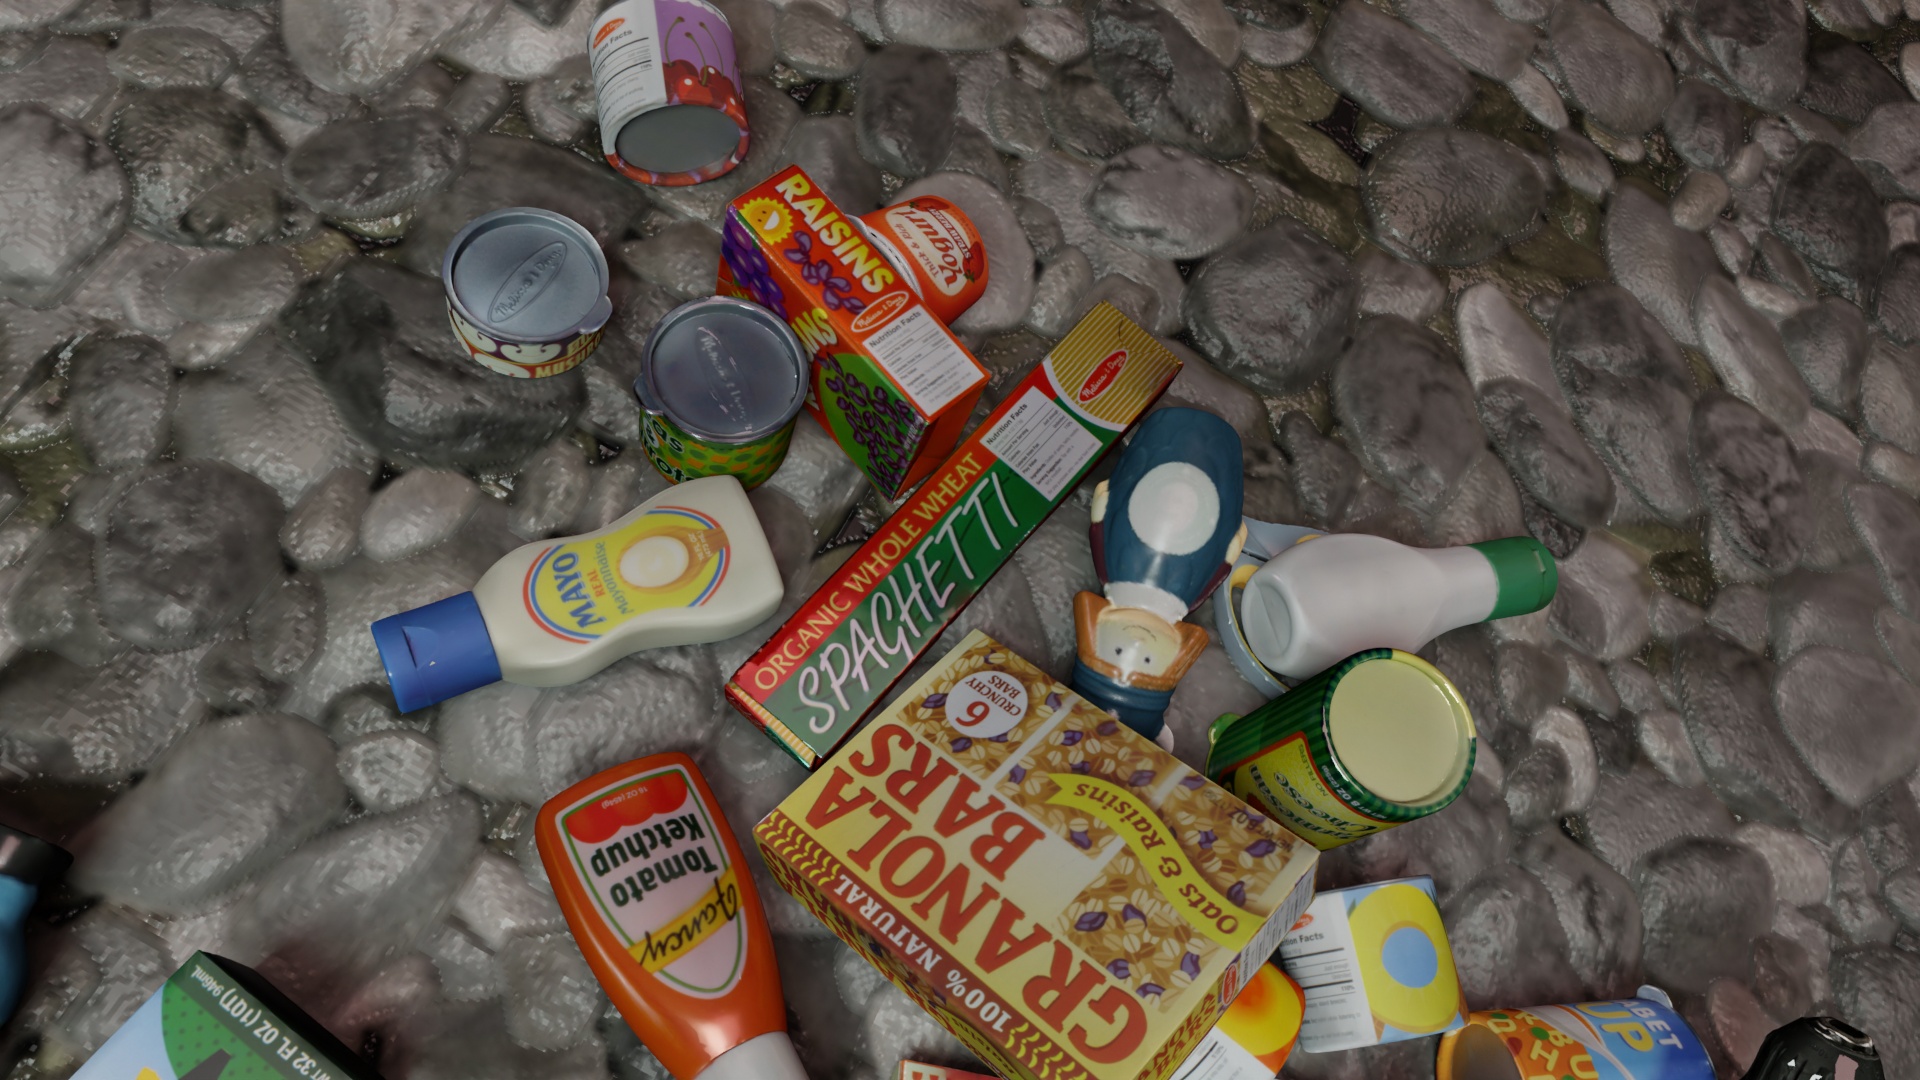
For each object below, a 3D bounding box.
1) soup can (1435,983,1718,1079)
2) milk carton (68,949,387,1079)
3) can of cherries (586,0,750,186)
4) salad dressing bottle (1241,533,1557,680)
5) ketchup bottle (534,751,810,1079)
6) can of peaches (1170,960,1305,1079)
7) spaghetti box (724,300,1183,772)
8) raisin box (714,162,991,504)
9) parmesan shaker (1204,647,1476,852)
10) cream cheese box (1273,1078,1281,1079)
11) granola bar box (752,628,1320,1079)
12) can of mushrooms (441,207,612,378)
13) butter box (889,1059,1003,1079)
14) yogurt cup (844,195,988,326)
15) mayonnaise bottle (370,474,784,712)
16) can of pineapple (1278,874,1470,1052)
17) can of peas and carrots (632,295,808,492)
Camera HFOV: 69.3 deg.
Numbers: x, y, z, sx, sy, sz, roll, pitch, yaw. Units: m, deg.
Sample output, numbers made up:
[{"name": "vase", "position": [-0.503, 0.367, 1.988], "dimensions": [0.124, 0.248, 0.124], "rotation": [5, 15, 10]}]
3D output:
[{"name": "soup can", "position": [0.243, 0.216, 0.552], "dimensions": [0.084, 0.071, 0.071], "rotation": [2, 68, -15]}, {"name": "milk carton", "position": [-0.264, 0.222, 0.405], "dimensions": [0.072, 0.073, 0.191], "rotation": [38, 64, 2]}, {"name": "can of cherries", "position": [-0.129, -0.201, 0.627], "dimensions": [0.071, 0.071, 0.058], "rotation": [-7, 70, -18]}, {"name": "salad dressing bottle", "position": [0.198, 0.025, 0.617], "dimensions": [0.148, 0.043, 0.064], "rotation": [-8, 68, -23]}, {"name": "ketchup bottle", "position": [-0.092, 0.147, 0.480], "dimensions": [0.065, 0.043, 0.149], "rotation": [-19, 58, -26]}, {"name": "can of peaches", "position": [0.088, 0.176, 0.527], "dimensions": [0.058, 0.071, 0.071], "rotation": [38, 63, 2]}, {"name": "spaghetti box", "position": [0.002, -0.007, 0.592], "dimensions": [0.050, 0.028, 0.251], "rotation": [40, 67, 7]}, {"name": "raisin box", "position": [-0.050, -0.085, 0.587], "dimensions": [0.040, 0.085, 0.123], "rotation": [-38, 82, -22]}, {"name": "parmesan shaker", "position": [0.148, 0.087, 0.560], "dimensions": [0.071, 0.102, 0.071], "rotation": [6, 67, -13]}, {"name": "cream cheese box", "position": [0.118, 0.259, 0.523], "dimensions": [0.053, 0.024, 0.104], "rotation": [16, 64, -7]}, {"name": "granola bar box", "position": [0.026, 0.119, 0.506], "dimensions": [0.166, 0.038, 0.125], "rotation": [31, 59, 34]}, {"name": "can of mushrooms", "position": [-0.181, -0.103, 0.588], "dimensions": [0.071, 0.033, 0.071], "rotation": [6, 66, -13]}, {"name": "butter box", "position": [-0.004, 0.236, 0.481], "dimensions": [0.053, 0.024, 0.104], "rotation": [15, 44, -9]}, {"name": "yogurt cup", "position": [-0.024, -0.120, 0.623], "dimensions": [0.054, 0.072, 0.072], "rotation": [-37, 81, -33]}, {"name": "mayonnaise bottle", "position": [-0.147, 0.024, 0.539], "dimensions": [0.148, 0.041, 0.065], "rotation": [-20, 76, -23]}, {"name": "can of pineapple", "position": [0.163, 0.167, 0.551], "dimensions": [0.071, 0.070, 0.058], "rotation": [-4, 70, -17]}, {"name": "can of peas and carrots", "position": [-0.102, -0.057, 0.576], "dimensions": [0.071, 0.058, 0.071], "rotation": [5, 67, -12]}]
